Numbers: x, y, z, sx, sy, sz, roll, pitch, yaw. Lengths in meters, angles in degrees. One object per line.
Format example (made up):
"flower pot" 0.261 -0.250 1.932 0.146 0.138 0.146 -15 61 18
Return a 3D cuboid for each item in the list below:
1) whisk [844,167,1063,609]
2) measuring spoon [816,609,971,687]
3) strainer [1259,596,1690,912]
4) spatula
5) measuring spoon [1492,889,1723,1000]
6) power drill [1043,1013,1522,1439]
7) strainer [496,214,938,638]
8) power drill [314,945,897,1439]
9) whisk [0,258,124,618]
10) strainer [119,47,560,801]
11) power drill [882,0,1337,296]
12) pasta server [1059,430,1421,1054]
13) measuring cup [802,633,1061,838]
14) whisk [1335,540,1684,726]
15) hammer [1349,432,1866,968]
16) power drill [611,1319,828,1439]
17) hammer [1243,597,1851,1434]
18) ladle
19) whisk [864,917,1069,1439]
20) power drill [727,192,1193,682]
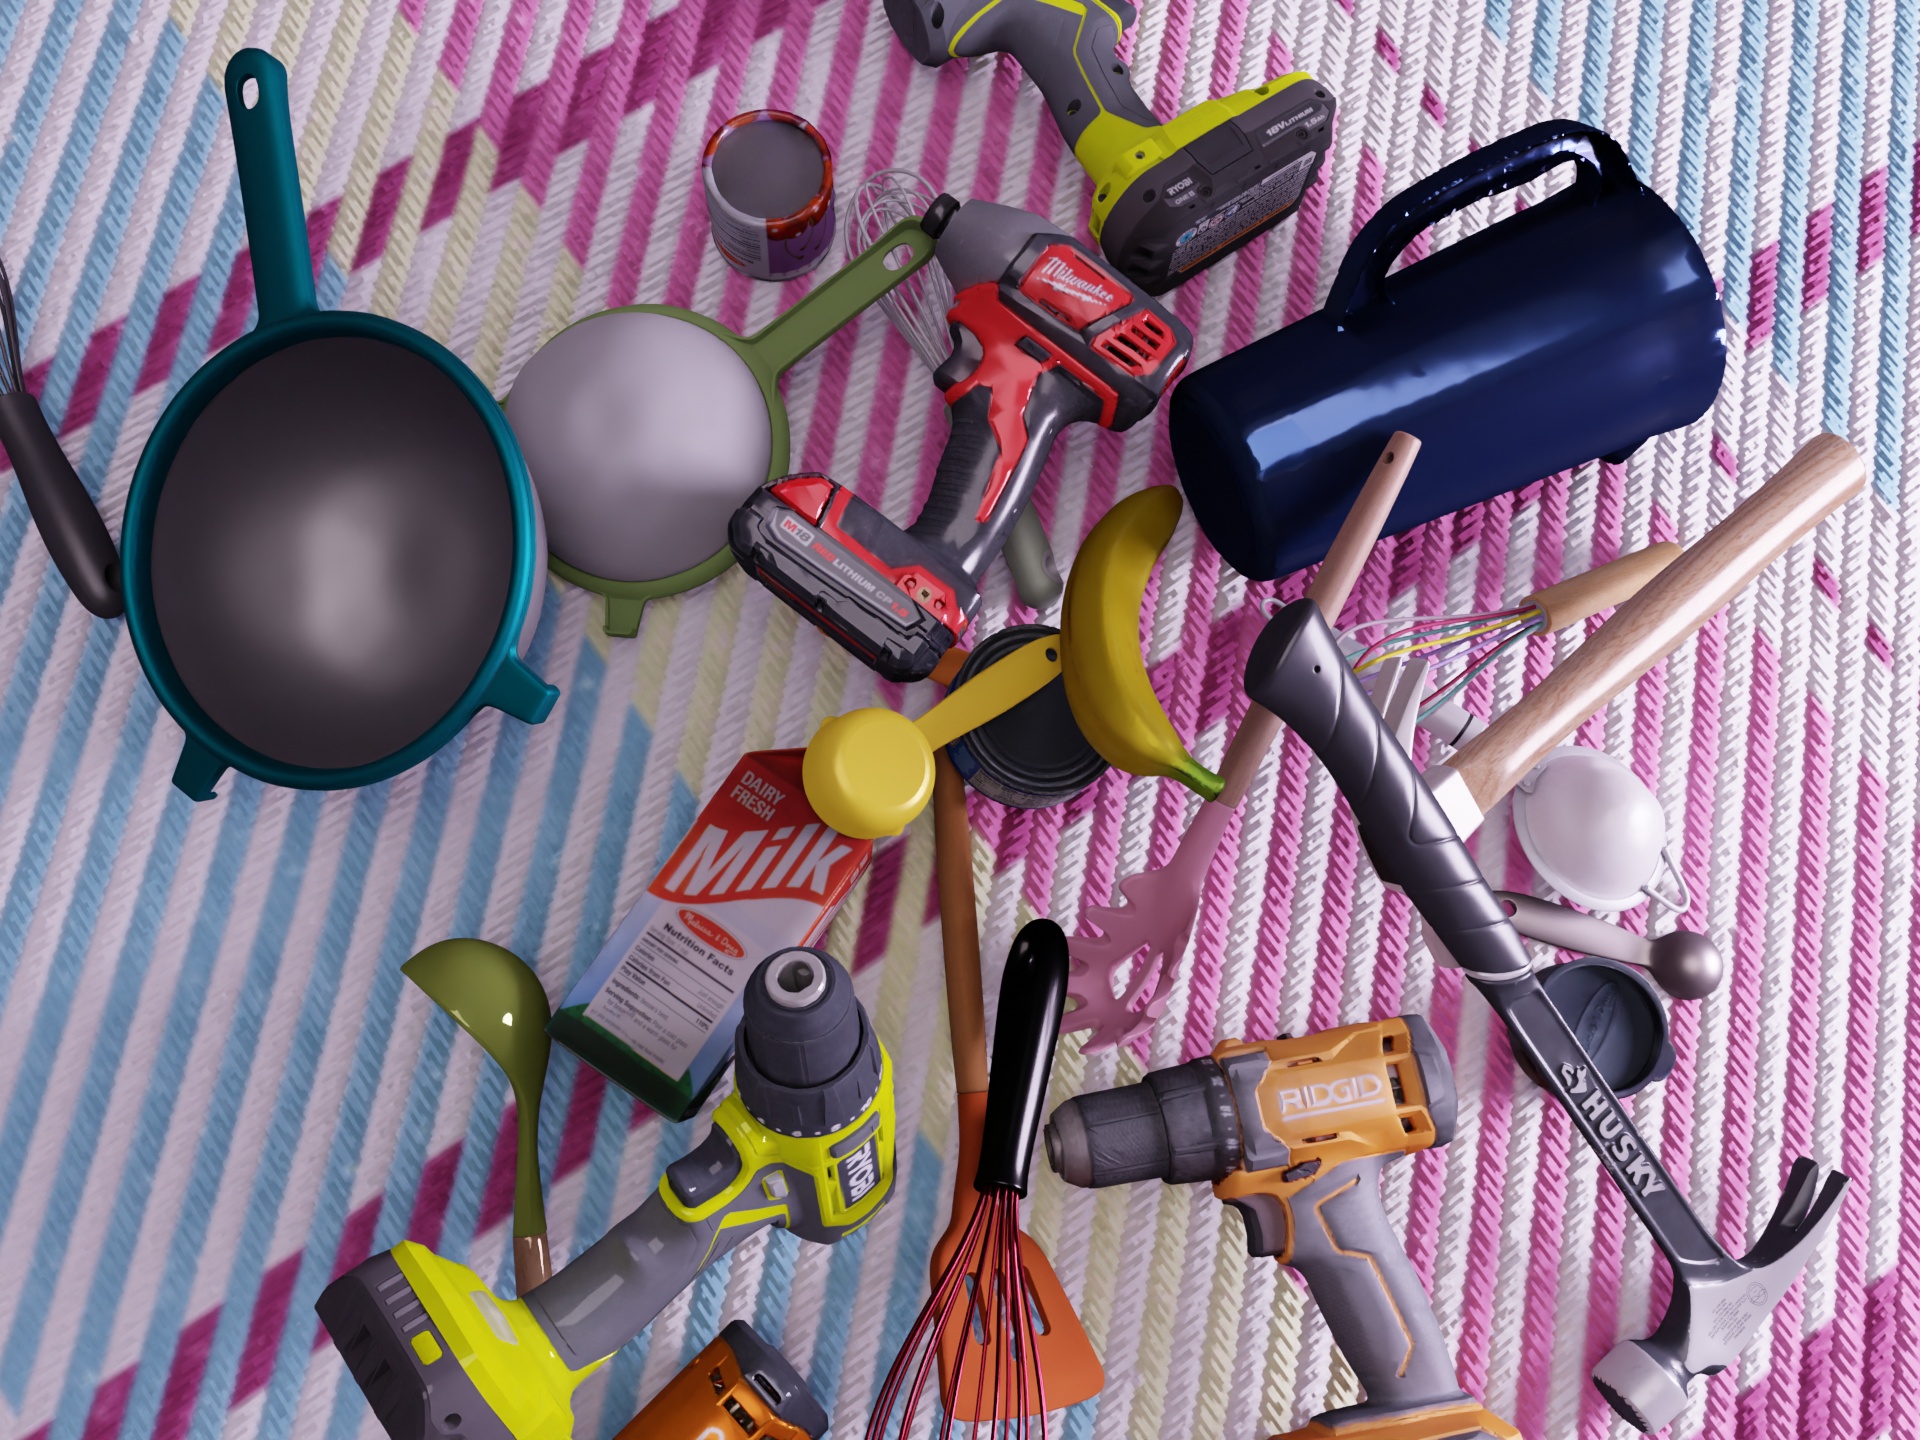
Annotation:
"whisk" -0.001 -0.170 0.811 0.059 0.057 0.246 -25 81 27
"measuring spoon" -0.018 -0.033 0.792 0.117 0.011 0.021 22 77 2
"strainer" 0.258 0.011 0.785 0.258 0.050 0.087 34 62 8
"spatula" 0.008 0.147 0.739 0.081 0.041 0.323 2 74 -27
"measuring spoon" 0.314 0.106 0.776 0.124 0.018 0.034 17 77 2
"power drill" 0.144 0.253 0.701 0.185 0.084 0.226 -8 74 -8
"strainer" -0.119 -0.168 0.764 0.256 0.069 0.151 -36 82 2
"power drill" -0.122 0.193 0.623 0.228 0.190 0.080 -34 59 -23
"whisk" -0.466 -0.154 0.779 0.055 0.055 0.239 -28 84 -9
"strainer" -0.282 -0.136 0.742 0.211 0.095 0.340 -12 84 15
"power drill" 0.088 -0.352 0.839 0.171 0.080 0.223 -33 78 -9
"pasta server" 0.128 0.012 0.728 0.060 0.040 0.316 33 100 40
"measuring cup" -0.001 -0.002 0.718 0.156 0.029 0.062 -33 92 -26
"whisk" 0.265 -0.045 0.771 0.245 0.047 0.051 -21 40 -23
"hammer" 0.309 -0.036 0.743 0.331 0.031 0.130 -37 106 -16
"power drill" -0.076 0.389 0.651 0.164 0.084 0.226 -40 80 -21
"hammer" 0.248 0.119 0.690 0.149 0.036 0.408 -38 103 -9
"ladle" -0.199 0.255 0.697 0.062 0.078 0.320 -5 83 -20
"whisk" 0.013 0.217 0.669 0.073 0.073 0.296 12 58 0
"power drill" -0.006 -0.138 0.750 0.143 0.078 0.220 38 84 -2
